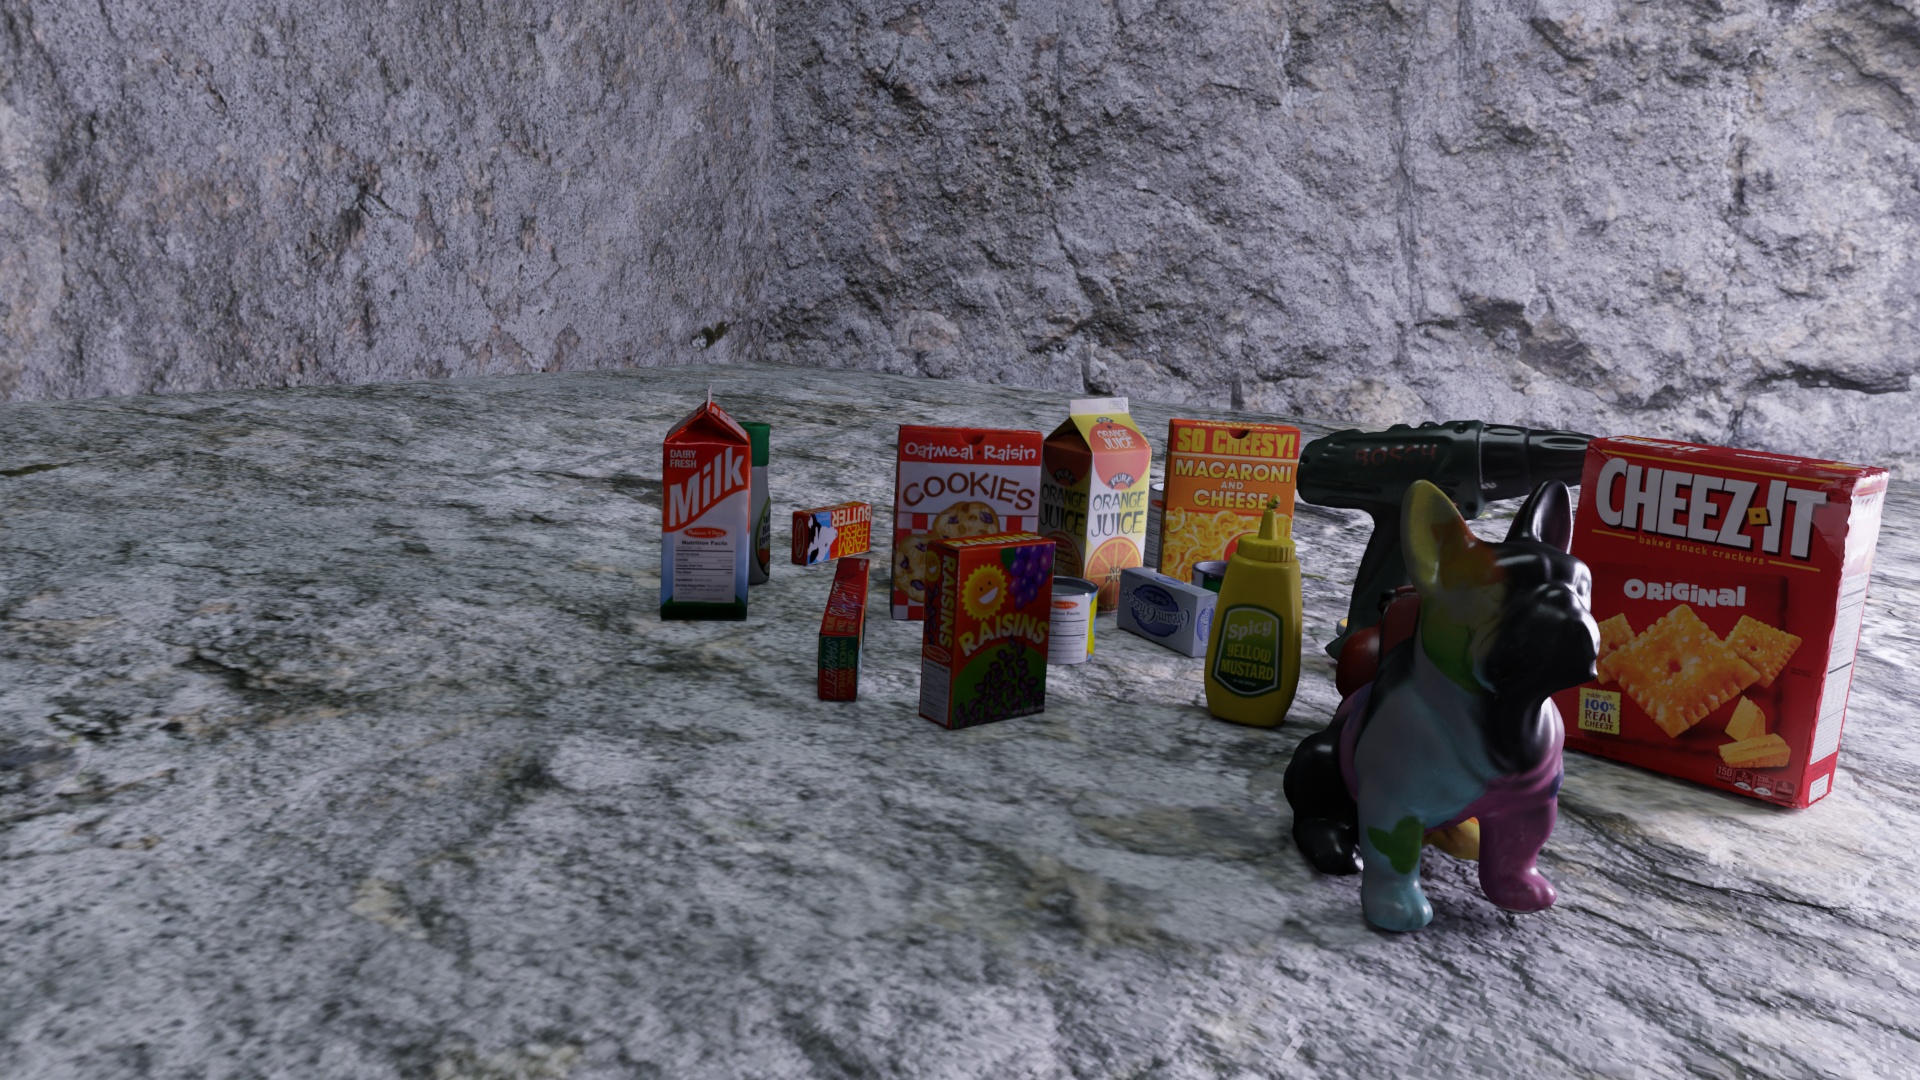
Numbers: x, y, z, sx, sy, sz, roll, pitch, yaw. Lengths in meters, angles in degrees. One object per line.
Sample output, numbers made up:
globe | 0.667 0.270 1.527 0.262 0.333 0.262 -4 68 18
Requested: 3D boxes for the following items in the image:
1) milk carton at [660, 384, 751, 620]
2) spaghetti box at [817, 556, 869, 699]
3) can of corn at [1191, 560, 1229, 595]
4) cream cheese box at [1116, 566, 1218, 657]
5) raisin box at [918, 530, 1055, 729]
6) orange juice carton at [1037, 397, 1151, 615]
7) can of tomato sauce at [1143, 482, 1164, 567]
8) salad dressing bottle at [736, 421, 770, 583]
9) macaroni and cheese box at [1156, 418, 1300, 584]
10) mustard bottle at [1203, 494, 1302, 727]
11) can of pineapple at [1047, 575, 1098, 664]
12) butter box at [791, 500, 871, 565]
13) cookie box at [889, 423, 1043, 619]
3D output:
milk carton | -0.214 -0.033 1.170 0.073 0.190 0.072 1 11 -10
spaghetti box | -0.089 0.063 1.080 0.029 0.050 0.250 3 11 -3
can of corn | 0.234 0.053 1.200 0.071 0.058 0.071 3 11 -1
cream cheese box | 0.172 0.059 1.164 0.024 0.053 0.104 -3 13 -31
raisin box | 0.018 0.059 0.947 0.086 0.123 0.040 -5 14 -36
orange juice carton | 0.119 -0.033 1.252 0.072 0.192 0.073 -5 13 -36
can of tomato sauce | 0.231 -0.015 1.470 0.071 0.083 0.071 3 11 -1
salad dressing bottle | -0.198 -0.035 1.292 0.044 0.147 0.064 4 11 5
macaroni and cheese box | 0.258 -0.030 1.343 0.124 0.166 0.040 3 11 1
mustard bottle | 0.207 0.047 0.965 0.065 0.159 0.049 7 12 20
can of pineapple | 0.076 0.062 1.111 0.071 0.057 0.071 3 11 -1
butter box | -0.131 -0.008 1.413 0.024 0.053 0.104 10 13 33
cookie box | 0.004 -0.015 1.197 0.123 0.167 0.040 2 11 -8
